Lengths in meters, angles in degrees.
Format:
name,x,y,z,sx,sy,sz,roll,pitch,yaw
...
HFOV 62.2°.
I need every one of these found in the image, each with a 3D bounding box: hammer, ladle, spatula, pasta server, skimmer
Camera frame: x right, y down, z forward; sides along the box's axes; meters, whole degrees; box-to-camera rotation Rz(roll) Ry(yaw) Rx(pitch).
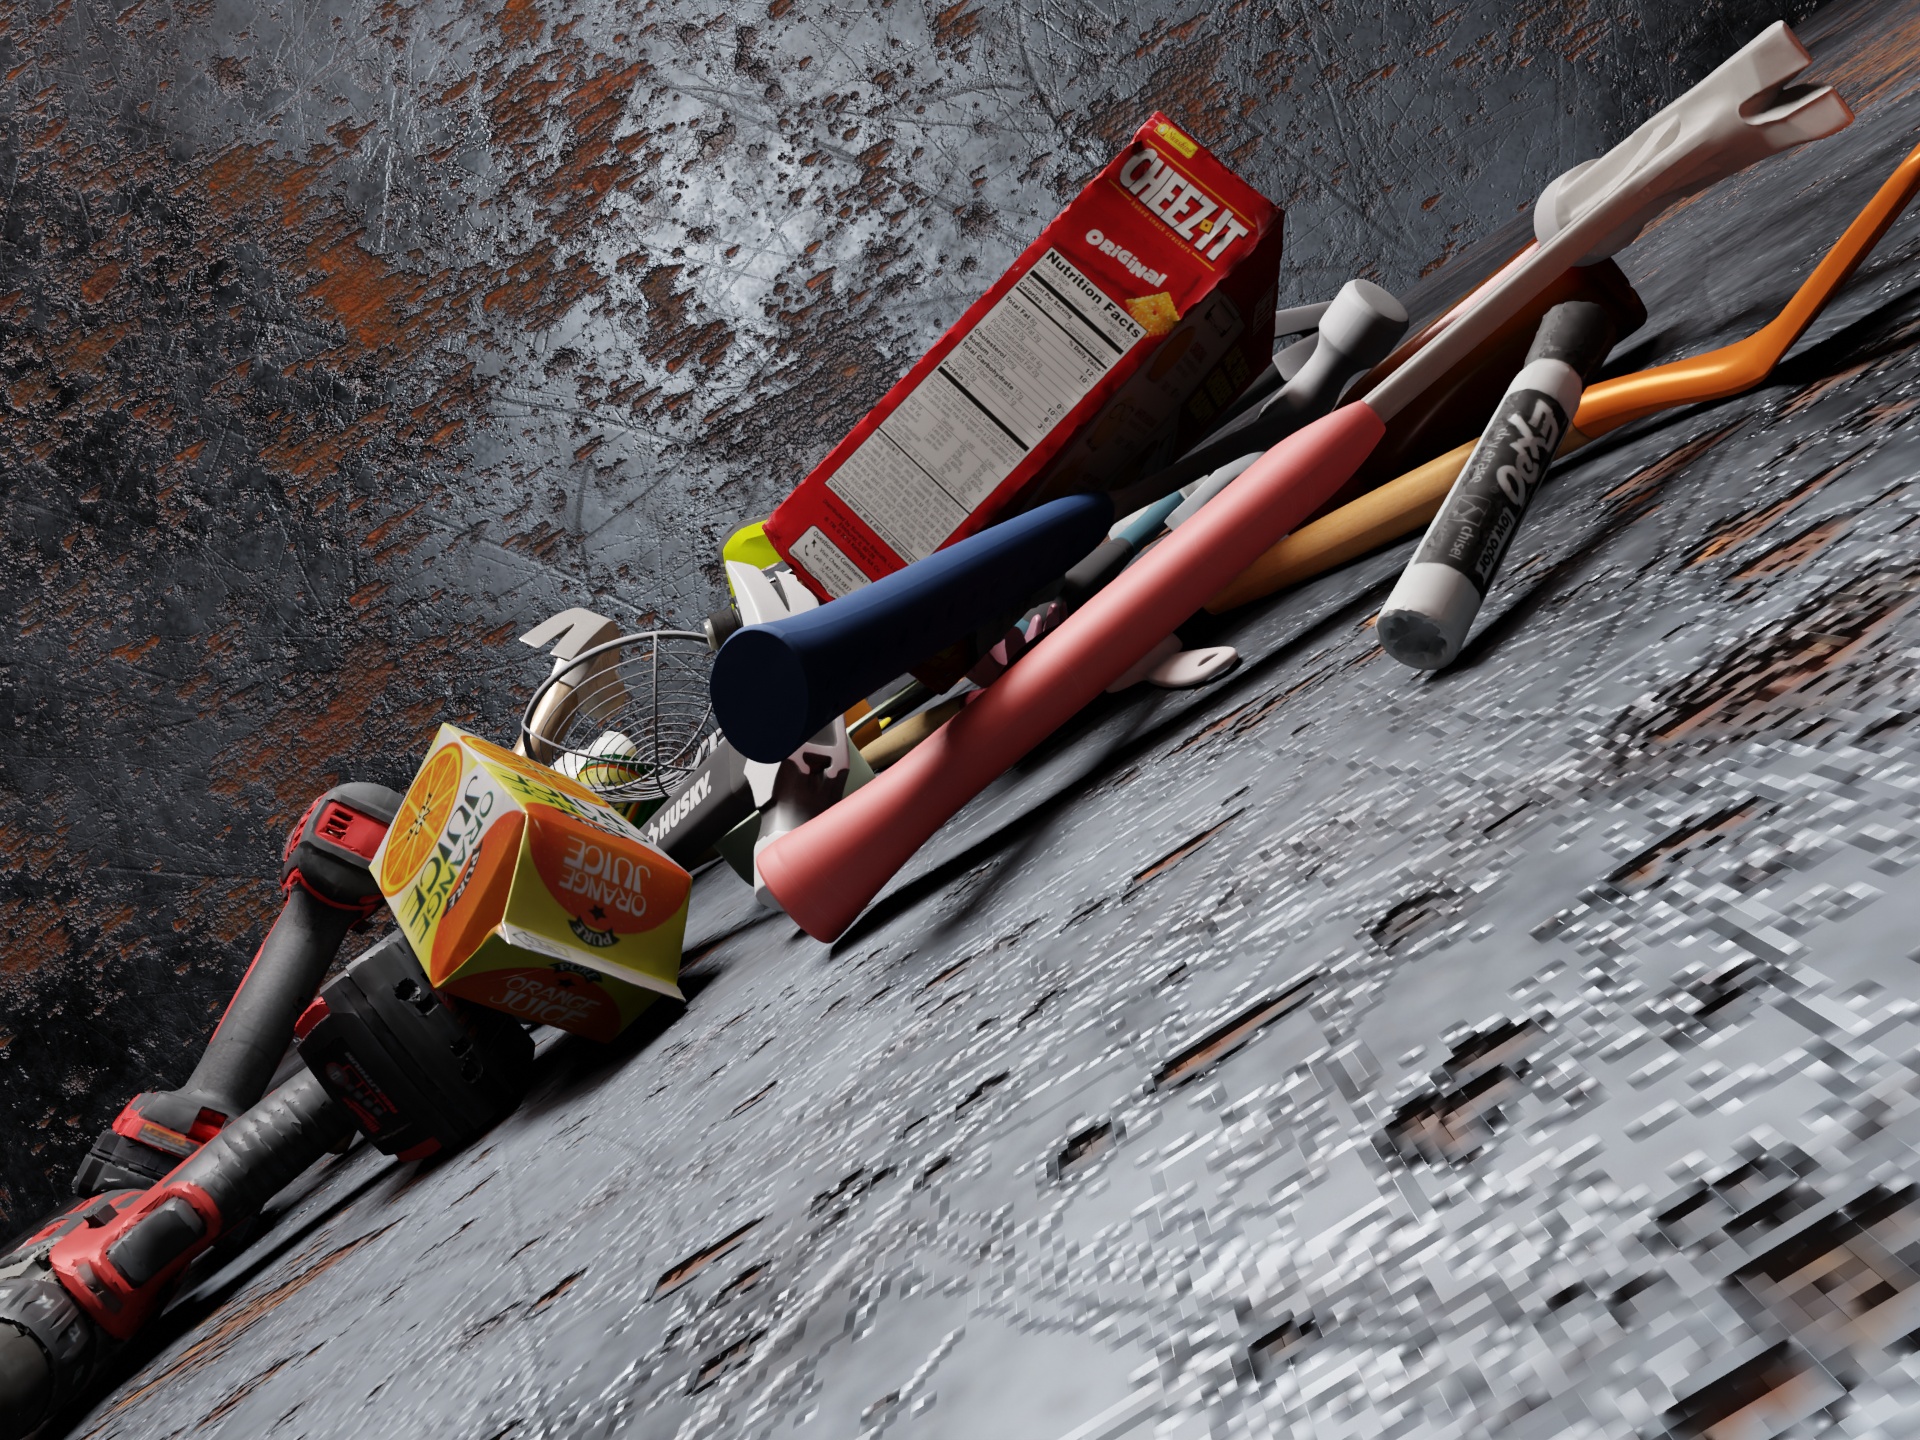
name,x,y,z,sx,sy,sz,roll,pitch,yaw
hammer,0.084,-0.057,0.473,0.359,0.036,0.149,-40,3,4
ladle,-0.001,-0.002,0.776,0.069,0.031,0.315,-37,4,-23
hammer,-0.142,0.061,0.700,0.035,0.146,0.334,12,-31,-31
spatula,0.163,-0.089,0.474,0.081,0.041,0.322,-42,7,-29
pasta server,-0.022,-0.048,0.912,0.060,0.040,0.316,-19,14,-20
skimmer,-0.162,-0.022,0.989,0.127,0.090,0.363,-34,5,9
hammer,0.094,-0.102,1.024,0.128,0.033,0.331,-32,6,37
hammer,0.083,-0.127,0.884,0.337,0.034,0.127,-33,-5,41
hammer,0.051,-0.071,0.588,0.405,0.035,0.144,-33,-18,-51
hammer,-0.269,0.077,0.876,0.130,0.031,0.331,103,-172,-61

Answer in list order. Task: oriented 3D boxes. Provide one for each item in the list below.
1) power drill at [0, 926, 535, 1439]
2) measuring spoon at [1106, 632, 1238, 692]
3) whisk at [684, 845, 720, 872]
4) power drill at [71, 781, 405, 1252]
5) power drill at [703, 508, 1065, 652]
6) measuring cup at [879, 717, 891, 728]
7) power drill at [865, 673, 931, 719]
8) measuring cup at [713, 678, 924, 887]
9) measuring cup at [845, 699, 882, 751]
name,x,y,z,sx,sy,sz,roll,pitch,yaw
power drill,-0.283,0.181,0.604,0.226,0.080,0.188,-38,6,-6
measuring spoon,0.072,-0.025,0.562,0.034,0.018,0.124,-35,6,-5
whisk,-0.218,0.105,1.028,0.245,0.047,0.051,-28,7,29
power drill,-0.343,0.140,0.788,0.143,0.078,0.220,-24,40,60
power drill,-0.057,-0.077,0.841,0.171,0.080,0.223,-16,12,-10
measuring cup,-0.113,0.035,1.063,0.156,0.029,0.062,-38,6,-19
power drill,-0.018,-0.076,1.225,0.164,0.084,0.226,-33,2,10
measuring cup,-0.039,0.019,0.722,0.167,0.038,0.083,-39,7,-31
measuring cup,-0.058,-0.007,1.011,0.173,0.052,0.095,-33,5,-10
